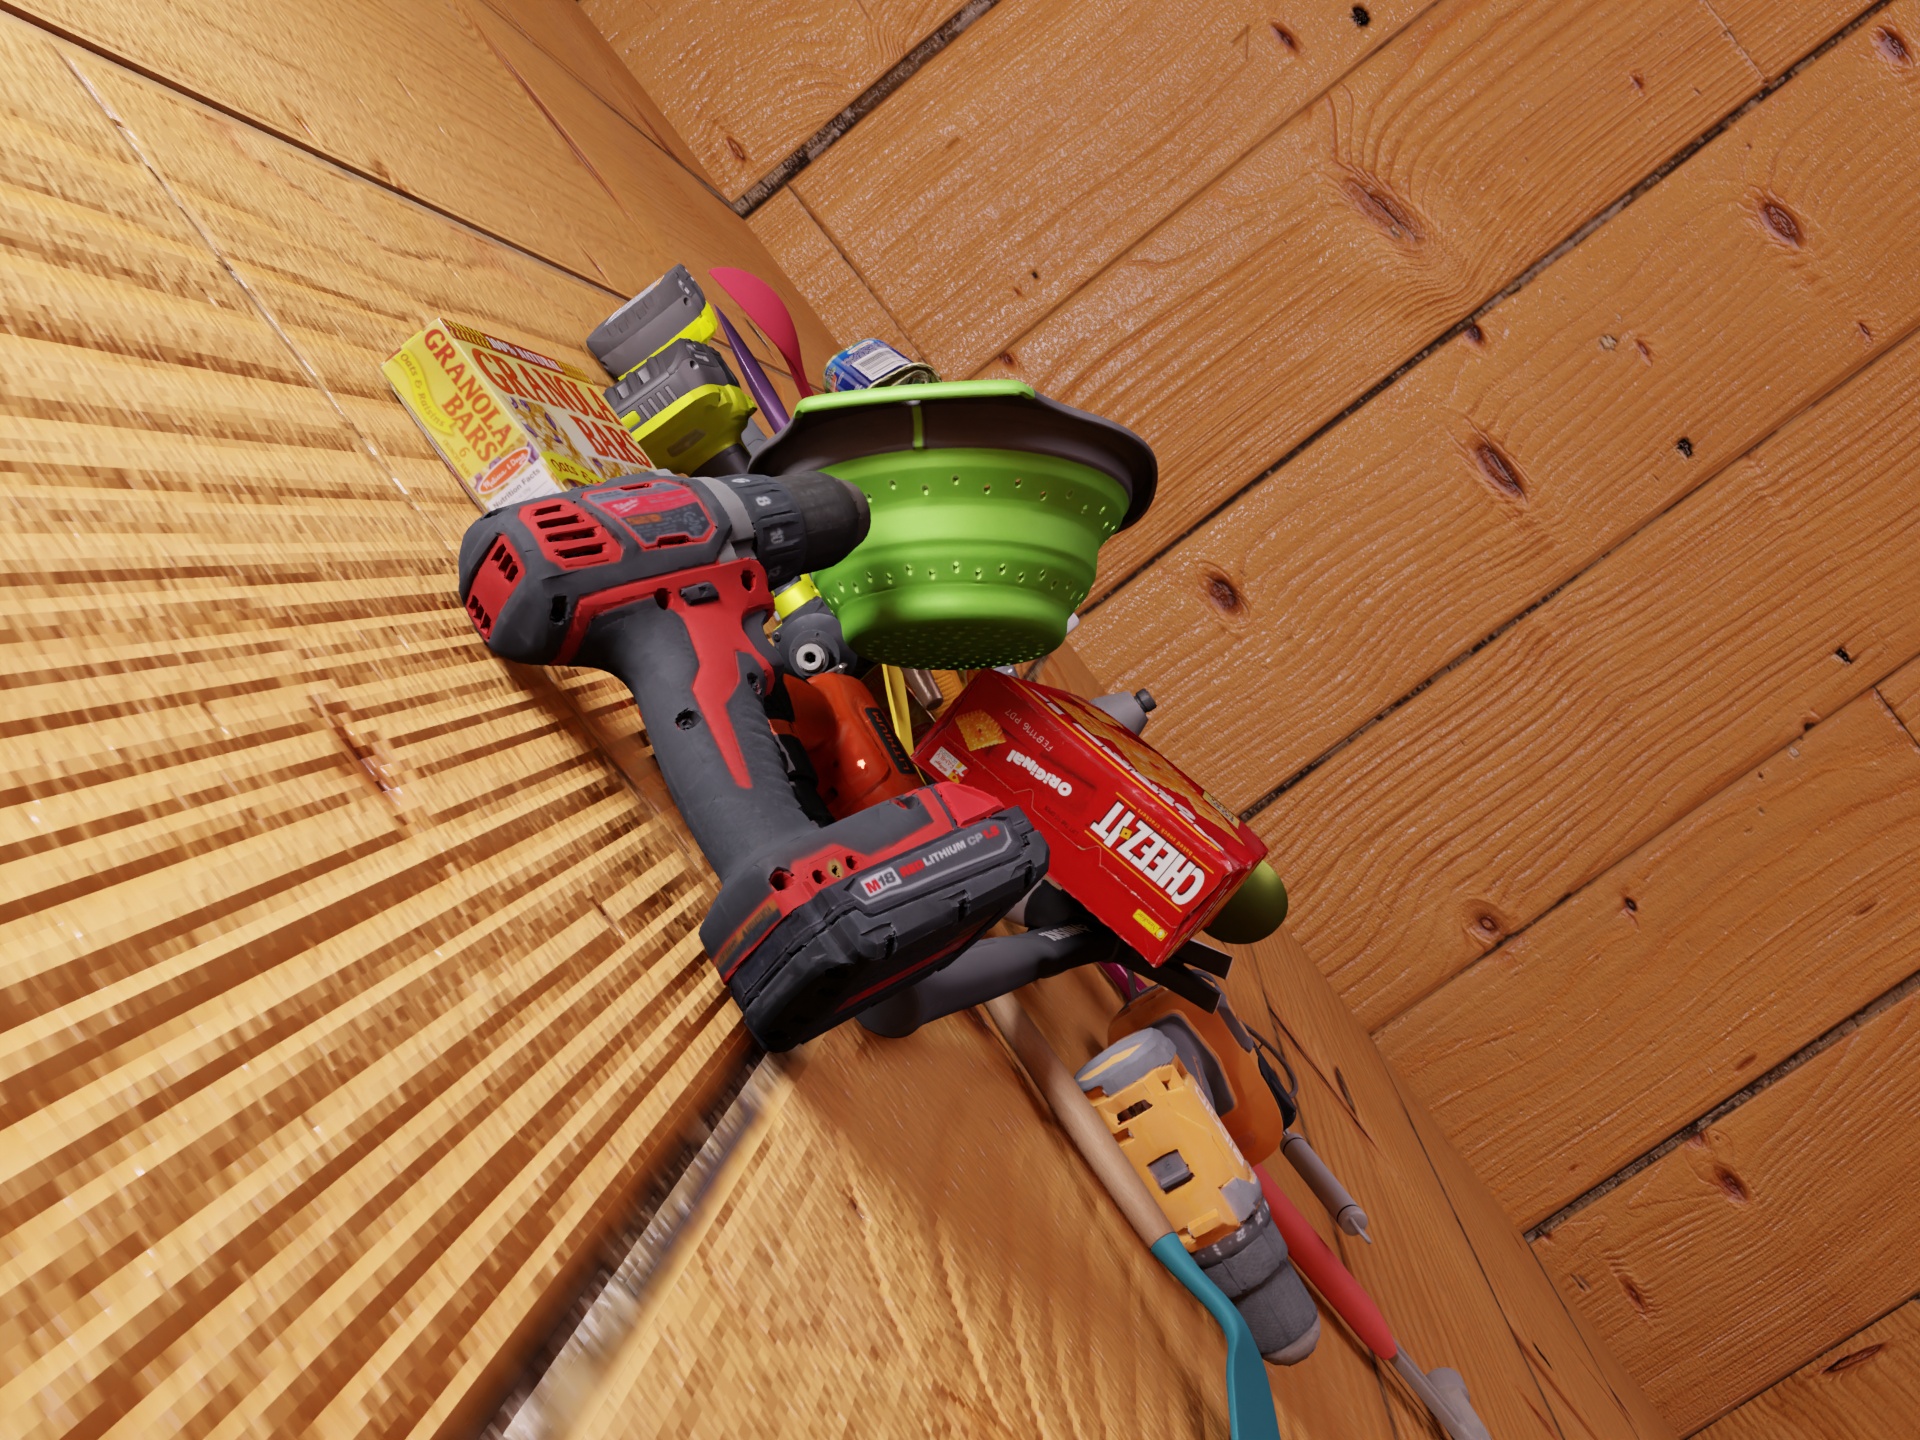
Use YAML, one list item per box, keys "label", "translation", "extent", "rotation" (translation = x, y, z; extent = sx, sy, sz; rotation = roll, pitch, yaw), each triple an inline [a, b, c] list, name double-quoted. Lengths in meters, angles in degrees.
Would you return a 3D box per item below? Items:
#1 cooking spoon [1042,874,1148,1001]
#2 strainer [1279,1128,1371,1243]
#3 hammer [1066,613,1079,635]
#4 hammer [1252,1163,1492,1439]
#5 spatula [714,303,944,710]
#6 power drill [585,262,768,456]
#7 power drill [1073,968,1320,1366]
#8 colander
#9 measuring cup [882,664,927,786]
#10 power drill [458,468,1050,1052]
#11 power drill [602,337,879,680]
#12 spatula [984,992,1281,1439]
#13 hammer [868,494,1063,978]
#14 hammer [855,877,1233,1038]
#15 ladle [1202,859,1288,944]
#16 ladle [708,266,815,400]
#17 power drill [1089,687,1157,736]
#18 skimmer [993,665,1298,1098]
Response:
- label: "cooking spoon"
  translation: [0.092, 0.157, 1.191]
  extent: [0.318, 0.017, 0.069]
  rotation: [52, 8, -10]
- label: "strainer"
  translation: [0.239, 0.310, 1.171]
  extent: [0.086, 0.050, 0.259]
  rotation: [55, -1, -19]
- label: "hammer"
  translation: [0.027, -0.106, 1.277]
  extent: [0.143, 0.038, 0.386]
  rotation: [51, 12, -2]
- label: "hammer"
  translation: [0.263, 0.395, 1.078]
  extent: [0.359, 0.036, 0.149]
  rotation: [51, 9, -14]
- label: "spatula"
  translation: [-0.085, -0.136, 0.964]
  extent: [0.316, 0.018, 0.059]
  rotation: [61, 3, 23]
- label: "power drill"
  translation: [-0.162, -0.212, 1.154]
  extent: [0.228, 0.080, 0.191]
  rotation: [52, 9, -20]
- label: "power drill"
  translation: [0.145, 0.247, 0.914]
  extent: [0.185, 0.084, 0.226]
  rotation: [58, 12, 3]
- label: "colander"
  translation: [0.010, -0.065, 0.868]
  extent: [0.397, 0.204, 0.094]
  rotation: [48, 40, -75]
- label: "measuring cup"
  translation: [-0.044, 0.009, 0.908]
  extent: [0.062, 0.029, 0.157]
  rotation: [46, 27, -48]
- label: "power drill"
  translation: [-0.064, -0.007, 0.620]
  extent: [0.188, 0.080, 0.227]
  rotation: [-20, 69, -46]
- label: "power drill"
  translation: [-0.125, -0.115, 0.966]
  extent: [0.223, 0.080, 0.171]
  rotation: [55, 8, -5]
- label: "spatula"
  translation: [0.075, 0.239, 0.776]
  extent: [0.318, 0.044, 0.082]
  rotation: [53, 7, 36]
- label: "hammer"
  translation: [-0.002, -0.003, 1.027]
  extent: [0.127, 0.034, 0.337]
  rotation: [-71, 138, -79]
- label: "hammer"
  translation: [0.035, 0.122, 0.802]
  extent: [0.146, 0.035, 0.334]
  rotation: [20, 5, 22]
- label: "ladle"
  translation: [0.158, 0.081, 1.211]
  extent: [0.320, 0.062, 0.078]
  rotation: [-125, -169, -67]
- label: "ladle"
  translation: [-0.072, -0.159, 1.037]
  extent: [0.315, 0.031, 0.069]
  rotation: [61, -1, -30]
- label: "power drill"
  translation: [0.158, 0.082, 1.428]
  extent: [0.219, 0.143, 0.078]
  rotation: [53, 6, -10]
- label: "skimmer"
  translation: [0.125, 0.115, 1.091]
  extent: [0.127, 0.090, 0.363]
  rotation: [-85, 151, -73]
